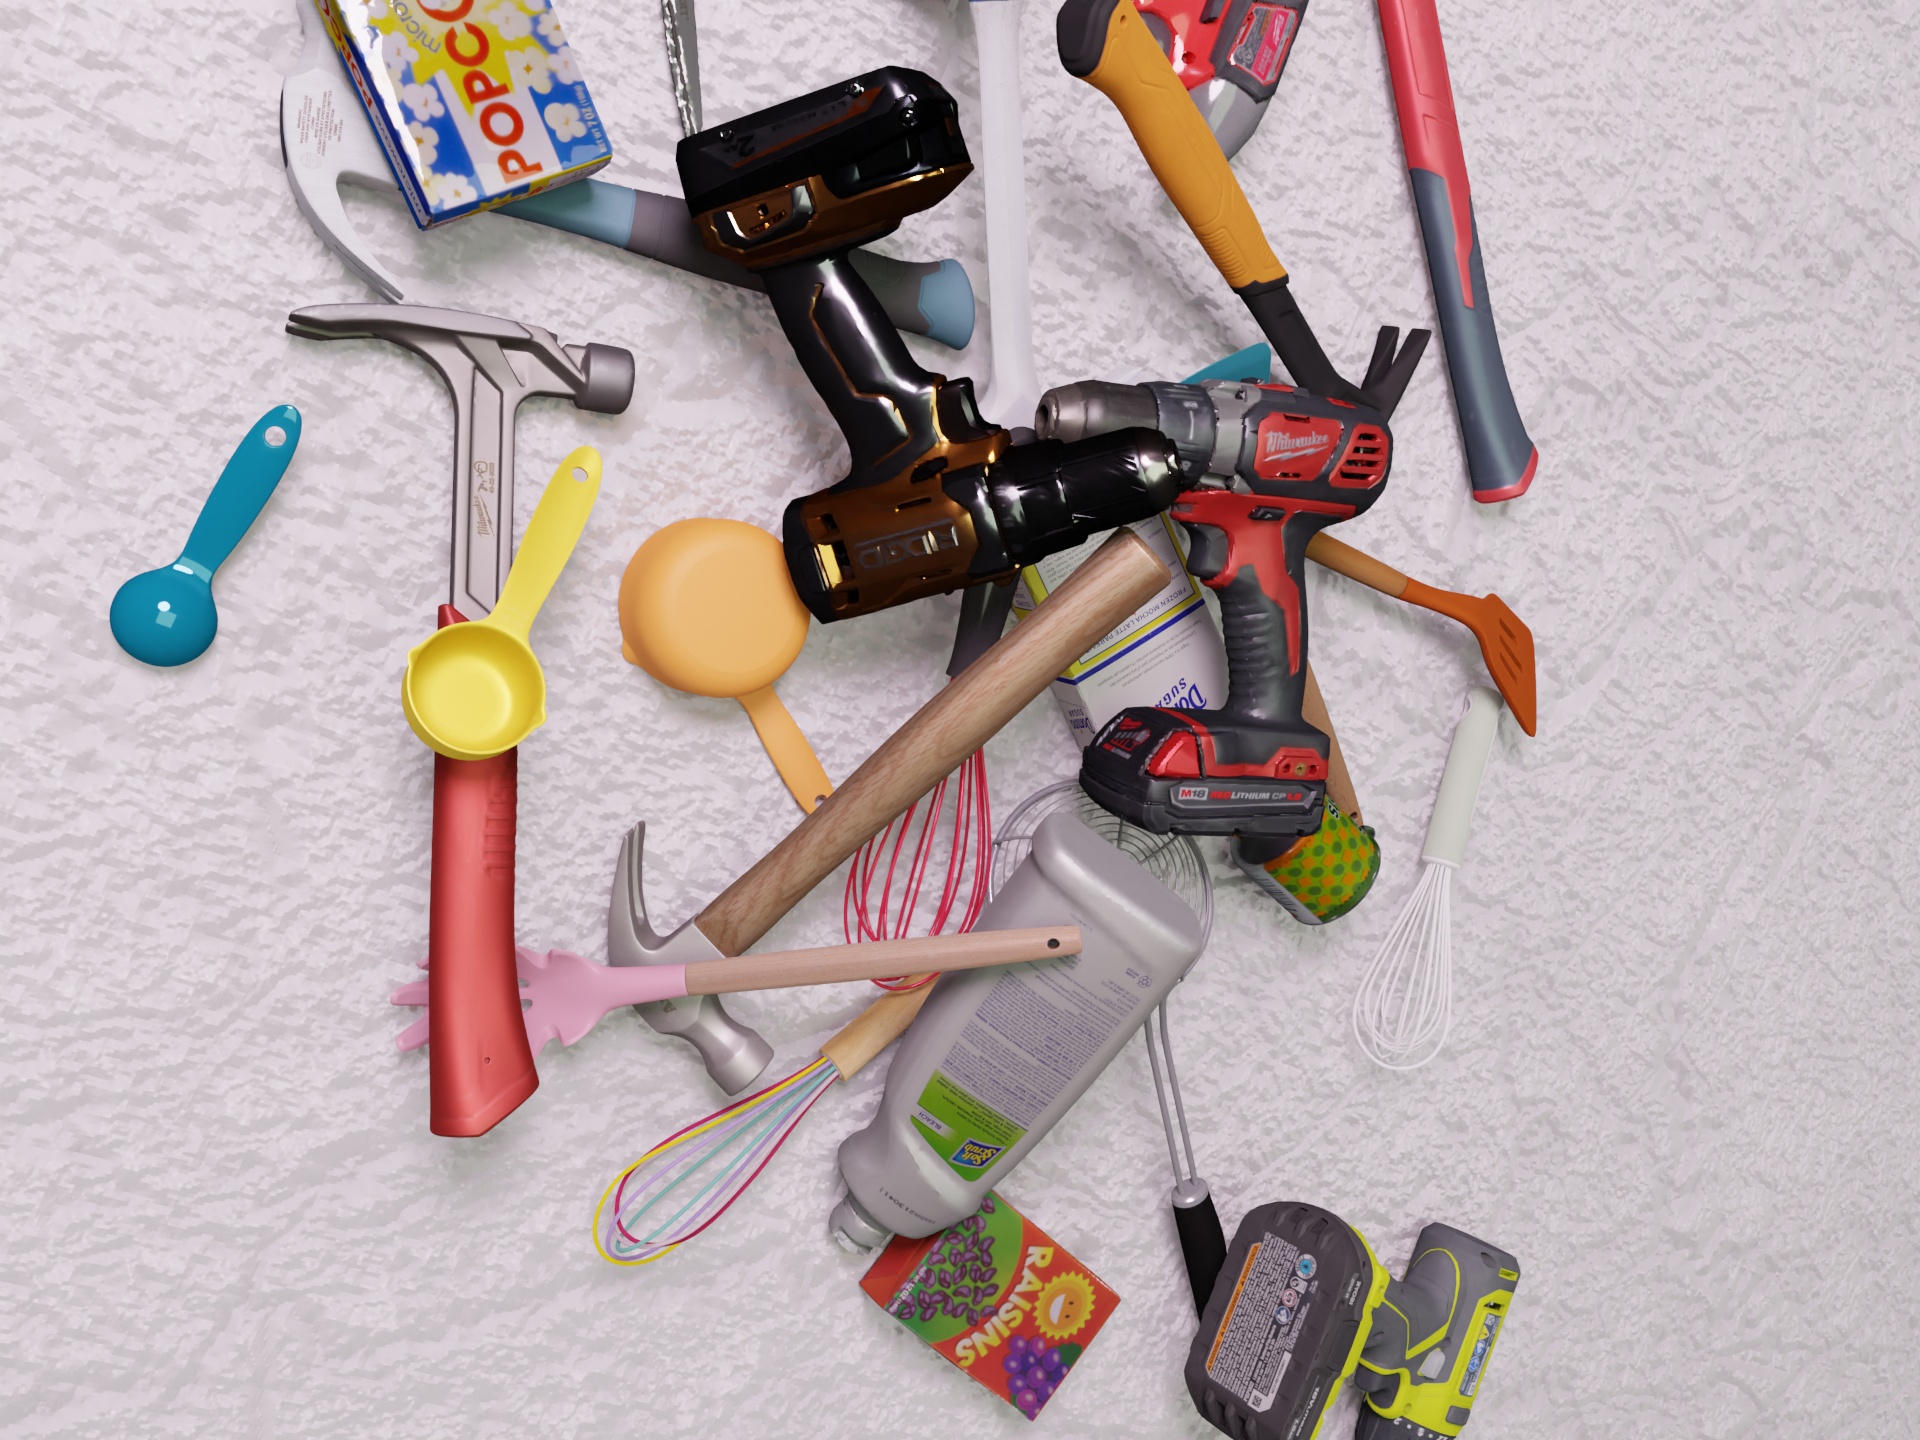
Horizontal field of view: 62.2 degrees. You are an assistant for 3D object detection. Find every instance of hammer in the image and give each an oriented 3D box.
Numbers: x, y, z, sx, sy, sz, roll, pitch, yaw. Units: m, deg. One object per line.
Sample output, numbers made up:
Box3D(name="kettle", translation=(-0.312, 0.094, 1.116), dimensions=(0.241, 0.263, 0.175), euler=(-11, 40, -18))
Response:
Box3D(name="hammer", translation=(0.269, -0.313, 0.930), dimensions=(0.143, 0.038, 0.386), euler=(-21, 104, -21))
Box3D(name="hammer", translation=(0.149, -0.248, 0.820), dimensions=(0.336, 0.034, 0.127), euler=(40, 77, -45))
Box3D(name="hammer", translation=(-0.036, 0.028, 0.757), dimensions=(0.331, 0.031, 0.130), euler=(-42, 96, 7))
Box3D(name="hammer", translation=(-0.142, -0.232, 0.744), dimensions=(0.330, 0.033, 0.128), euler=(8, 91, -26))
Box3D(name="hammer", translation=(0.022, -0.322, 0.736), dimensions=(0.144, 0.035, 0.405), euler=(-14, 117, -21))
Box3D(name="hammer", translation=(-0.222, -0.001, 0.699), dimensions=(0.149, 0.037, 0.359), euler=(3, 85, -27))

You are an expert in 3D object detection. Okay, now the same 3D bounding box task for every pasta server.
Box3D(name="pasta server", translation=(-0.101, 0.119, 0.738), dimensions=(0.316, 0.040, 0.060), euler=(-6, 93, 1))

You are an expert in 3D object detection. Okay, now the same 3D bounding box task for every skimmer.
Box3D(name="skimmer", translation=(0.107, 0.209, 0.915), dimensions=(0.127, 0.090, 0.363), euler=(-23, 115, -18))

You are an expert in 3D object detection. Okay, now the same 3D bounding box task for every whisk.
Box3D(name="whisk", translation=(-0.084, 0.188, 0.812), dimensions=(0.245, 0.051, 0.047), euler=(-37, 87, -22))
Box3D(name="whisk", translation=(-0.001, -0.003, 0.805), dimensions=(0.073, 0.073, 0.296), euler=(10, 98, -26))
Box3D(name="whisk", translation=(0.297, 0.096, 0.985), dimensions=(0.059, 0.057, 0.246), euler=(17, 83, 4))

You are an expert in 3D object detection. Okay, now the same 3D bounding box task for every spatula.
Box3D(name="spatula", translation=(0.234, -0.084, 0.940), dimensions=(0.322, 0.041, 0.081), euler=(22, 58, -20))
Box3D(name="spatula", translation=(0.179, -0.057, 0.896), dimensions=(0.082, 0.044, 0.317), euler=(-29, 115, -5))

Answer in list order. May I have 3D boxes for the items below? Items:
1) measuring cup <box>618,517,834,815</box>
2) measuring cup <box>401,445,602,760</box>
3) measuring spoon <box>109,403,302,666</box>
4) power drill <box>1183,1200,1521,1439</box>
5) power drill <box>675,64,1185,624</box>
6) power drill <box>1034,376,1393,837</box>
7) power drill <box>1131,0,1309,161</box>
Box3D(name="measuring cup", translation=(-0.096, -0.019, 0.777), dimensions=(0.095, 0.052, 0.173), euler=(-34, 107, -19))
Box3D(name="measuring cup", translation=(-0.192, -0.053, 0.690), dimensions=(0.062, 0.029, 0.157), euler=(29, 62, -21))
Box3D(name="measuring spoon", translation=(-0.314, -0.077, 0.668), dimensions=(0.042, 0.021, 0.128), euler=(31, 96, -23))
Box3D(name="power drill", translation=(0.238, 0.389, 0.954), dimensions=(0.228, 0.080, 0.190), euler=(29, 82, -40))
Box3D(name="power drill", translation=(-0.012, -0.168, 0.710), dimensions=(0.185, 0.084, 0.226), euler=(-13, 106, 16))
Box3D(name="power drill", translation=(0.116, -0.061, 0.803), dimensions=(0.187, 0.080, 0.226), euler=(3, 101, -22))
Box3D(name="power drill", translation=(0.077, -0.377, 0.813), dimensions=(0.219, 0.079, 0.143), euler=(23, 86, -29))
